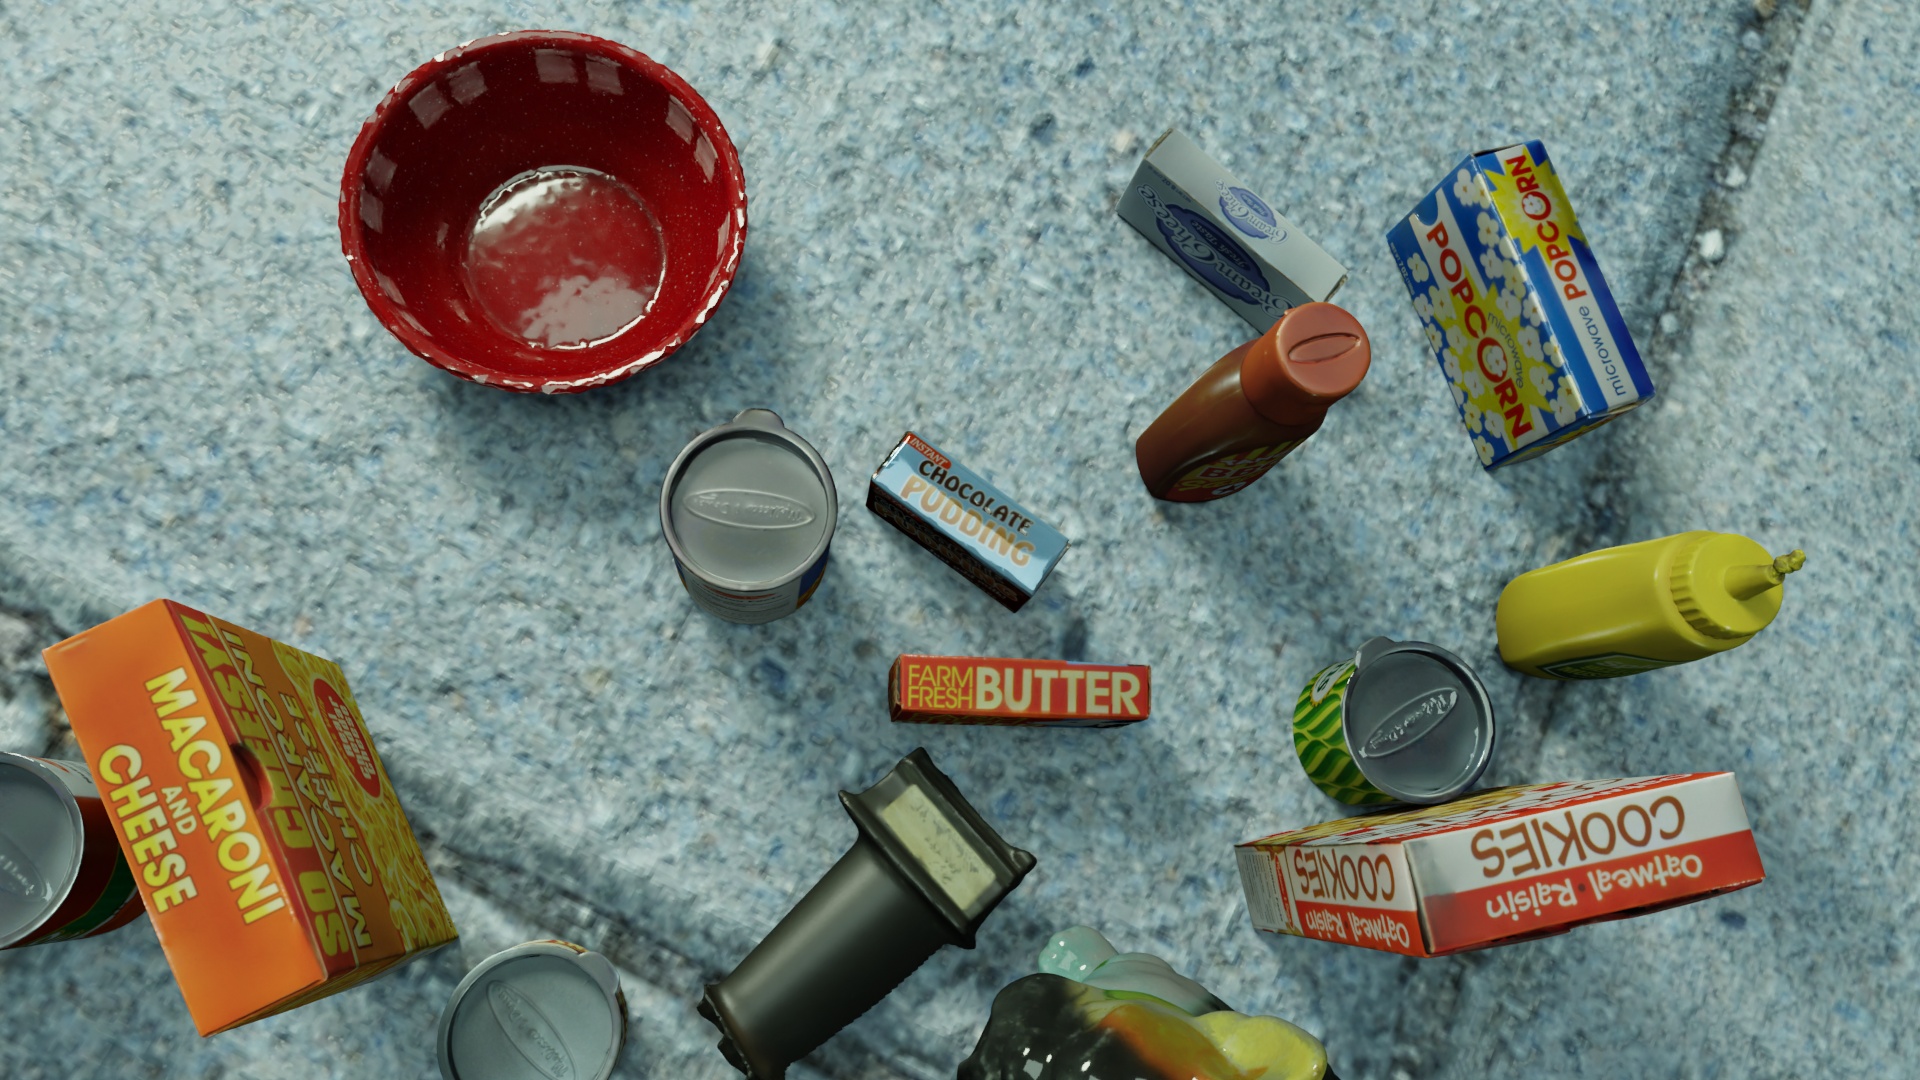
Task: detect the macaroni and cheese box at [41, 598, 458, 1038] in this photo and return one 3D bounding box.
[{"bbox_3d":[-0.230,0.093,0.472,0.040,0.166,0.124,-26,82,-12],"label":"macaroni and cheese box"}]

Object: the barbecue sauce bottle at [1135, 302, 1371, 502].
[{"bbox_3d":[0.119,-0.054,0.565,0.065,0.148,0.044,-14,80,-11],"label":"barbecue sauce bottle"}]

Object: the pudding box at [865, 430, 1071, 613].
[{"bbox_3d":[0.002,-0.007,0.588,0.084,0.049,0.030,36,75,1],"label":"pudding box"}]

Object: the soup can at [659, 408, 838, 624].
[{"bbox_3d":[-0.084,-0.007,0.558,0.071,0.083,0.071,2,77,-8],"label":"soup can"}]

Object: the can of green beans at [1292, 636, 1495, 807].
[{"bbox_3d":[0.182,0.079,0.590,0.071,0.057,0.071,2,77,-8],"label":"can of green beans"}]

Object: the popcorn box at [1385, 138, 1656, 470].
[{"bbox_3d":[0.249,-0.104,0.627,0.038,0.085,0.127,-18,80,-11],"label":"popcorn box"}]

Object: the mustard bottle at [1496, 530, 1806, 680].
[{"bbox_3d":[0.281,0.026,0.563,0.065,0.160,0.049,4,77,-7],"label":"mustard bottle"}]

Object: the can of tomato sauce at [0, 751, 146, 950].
[{"bbox_3d":[-0.331,0.113,0.496,0.071,0.083,0.071,2,77,-8],"label":"can of tomato sauce"}]

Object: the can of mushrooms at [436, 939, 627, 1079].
[{"bbox_3d":[-0.159,0.185,0.529,0.071,0.033,0.071,2,77,-8],"label":"can of mushrooms"}]

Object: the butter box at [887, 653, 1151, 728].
[{"bbox_3d":[0.023,0.063,0.573,0.103,0.053,0.024,3,77,-7],"label":"butter box"}]

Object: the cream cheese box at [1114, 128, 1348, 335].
[{"bbox_3d":[0.122,-0.137,0.633,0.104,0.053,0.024,40,76,2],"label":"cream cheese box"}]

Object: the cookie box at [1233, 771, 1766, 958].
[{"bbox_3d":[0.191,0.121,0.525,0.123,0.167,0.040,-10,79,-10],"label":"cookie box"}]
